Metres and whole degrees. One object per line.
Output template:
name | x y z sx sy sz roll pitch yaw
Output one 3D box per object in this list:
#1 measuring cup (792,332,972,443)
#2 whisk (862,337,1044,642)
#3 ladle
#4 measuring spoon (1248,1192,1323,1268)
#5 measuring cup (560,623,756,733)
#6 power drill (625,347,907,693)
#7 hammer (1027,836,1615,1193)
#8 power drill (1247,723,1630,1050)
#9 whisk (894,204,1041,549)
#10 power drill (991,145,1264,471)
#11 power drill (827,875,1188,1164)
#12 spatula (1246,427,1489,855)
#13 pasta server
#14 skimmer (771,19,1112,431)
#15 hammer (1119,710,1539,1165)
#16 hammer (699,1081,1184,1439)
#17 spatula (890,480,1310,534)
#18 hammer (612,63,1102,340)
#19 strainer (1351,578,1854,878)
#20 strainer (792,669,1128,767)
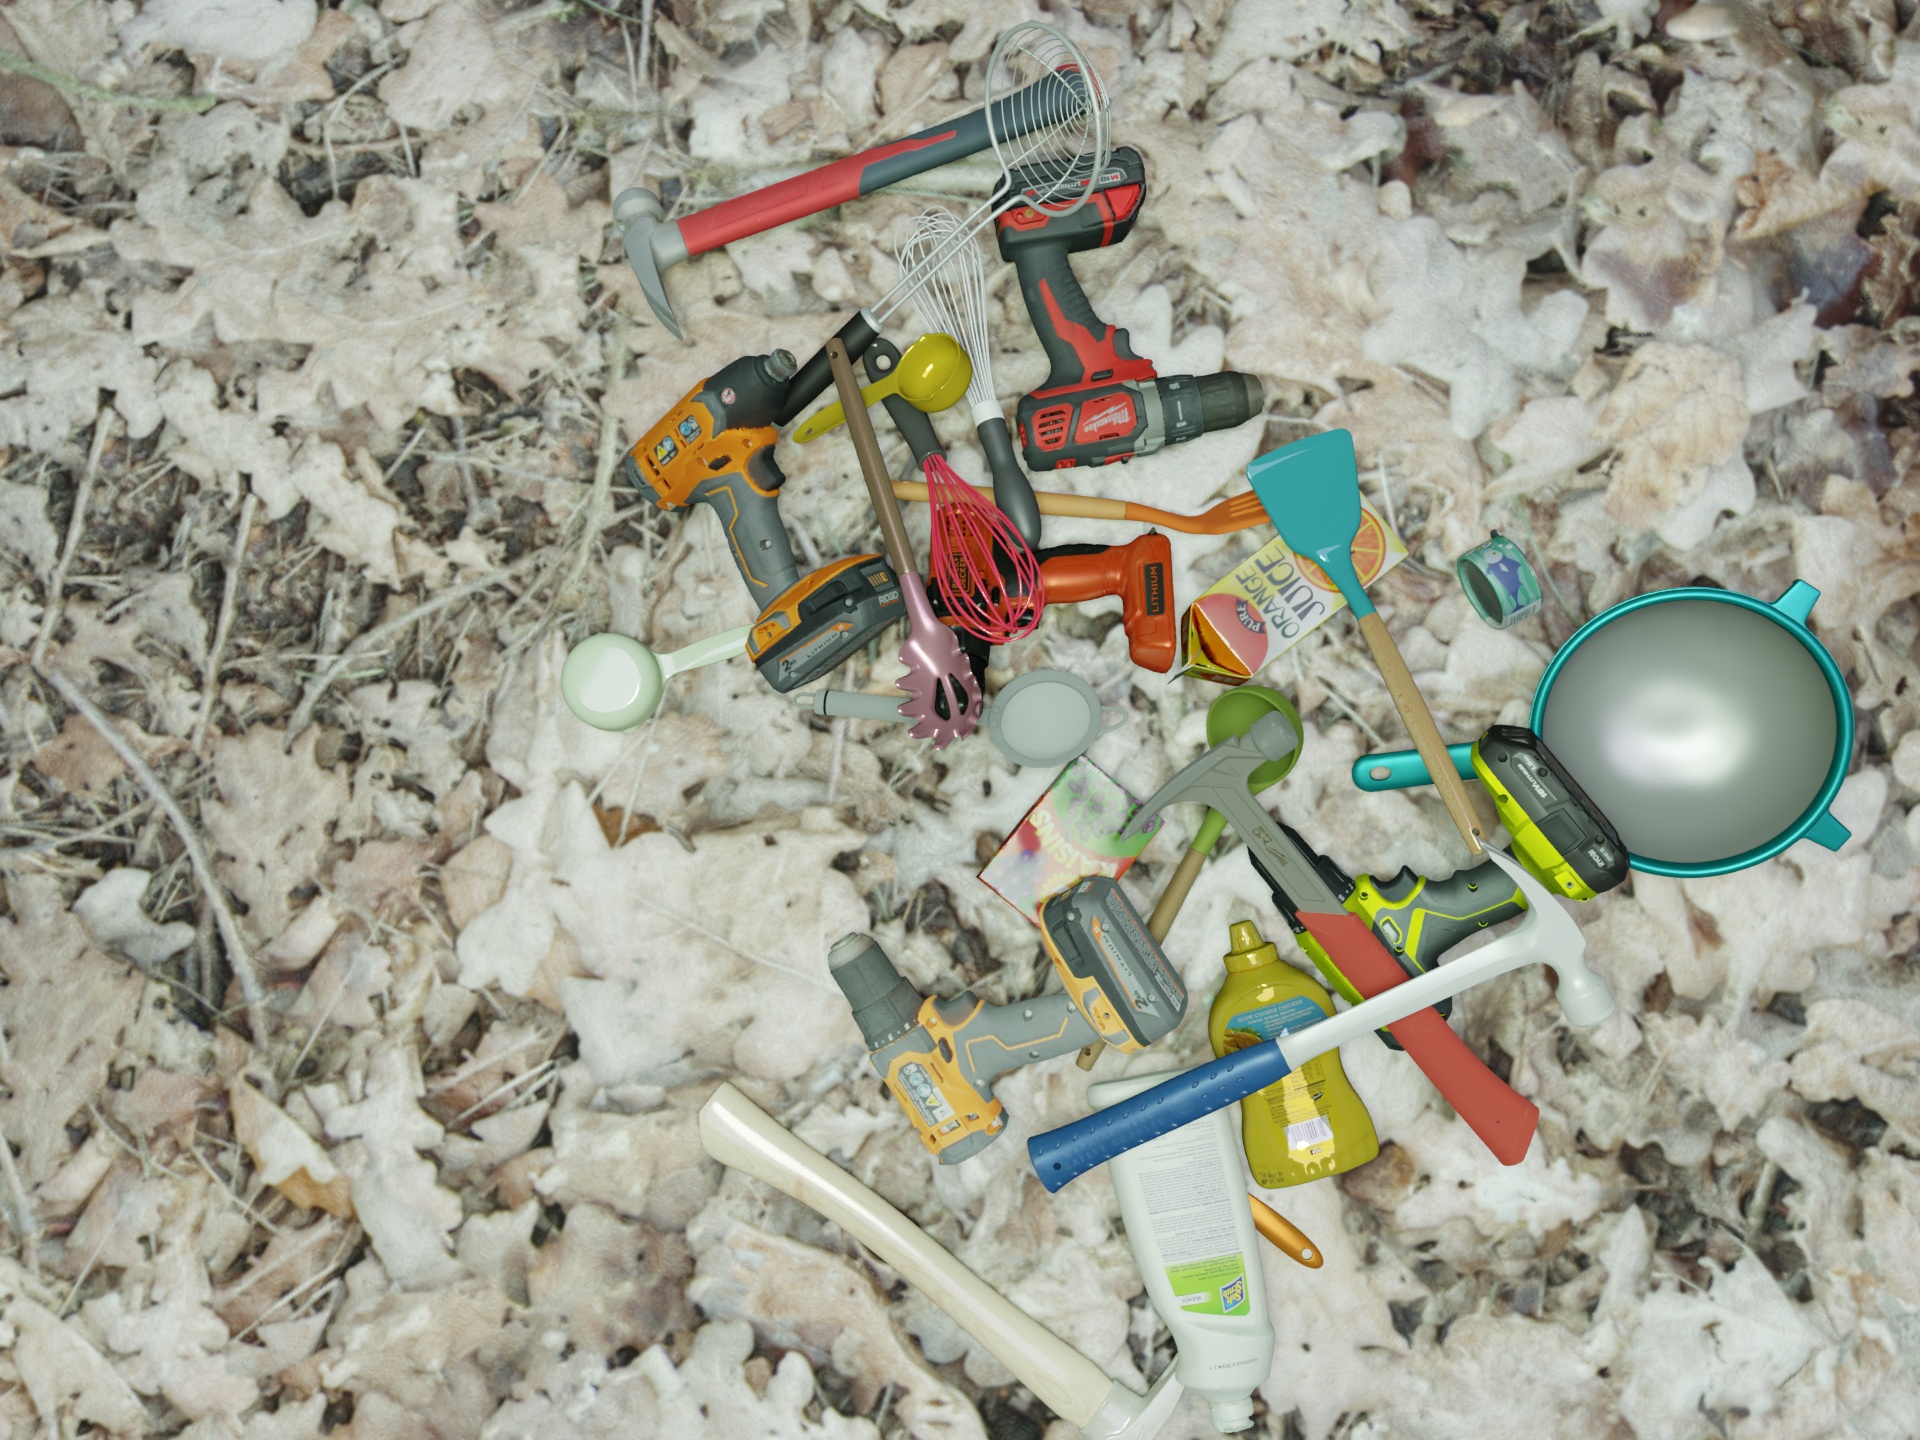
measuring cup | -0.058 -0.236 1.186 0.156 0.029 0.062 -21 57 29
whisk | -0.014 -0.177 1.175 0.073 0.073 0.296 -24 62 -1
ladle | 0.163 0.120 1.195 0.078 0.062 0.320 29 91 29
measuring spoon | 0.227 0.375 1.199 0.117 0.011 0.021 39 88 3
measuring cup | -0.226 -0.045 1.218 0.167 0.038 0.083 -19 86 1
power drill | -0.135 -0.153 1.175 0.164 0.084 0.226 -35 86 33
hammer | 0.230 0.221 1.096 0.405 0.035 0.144 -27 98 10
power drill | 0.341 0.107 1.155 0.228 0.080 0.190 -40 87 21
whisk | 0.011 -0.259 1.201 0.070 0.070 0.285 -17 78 0
power drill | 0.122 -0.311 1.213 0.188 0.080 0.227 -11 89 0
power drill | 0.026 0.198 1.156 0.226 0.084 0.185 -33 91 18
spatula | 0.298 -0.053 1.118 0.082 0.044 0.318 -21 73 -4
pasta server | -0.048 -0.130 1.135 0.060 0.040 0.316 -20 80 16
skimmer | -0.036 -0.335 1.142 0.363 0.090 0.127 -39 75 23
hammer | 0.277 0.172 1.135 0.149 0.037 0.359 -40 88 24
hammer | -0.019 0.401 1.190 0.410 0.038 0.146 37 86 3
spatula | 0.103 -0.172 1.217 0.322 0.081 0.041 6 118 5
hammer | -0.068 -0.411 1.219 0.386 0.038 0.143 -21 59 -3
strainer | 0.468 0.011 1.188 0.340 0.095 0.211 -9 99 21
strainer | -0.002 -0.004 1.213 0.258 0.050 0.087 6 60 7
